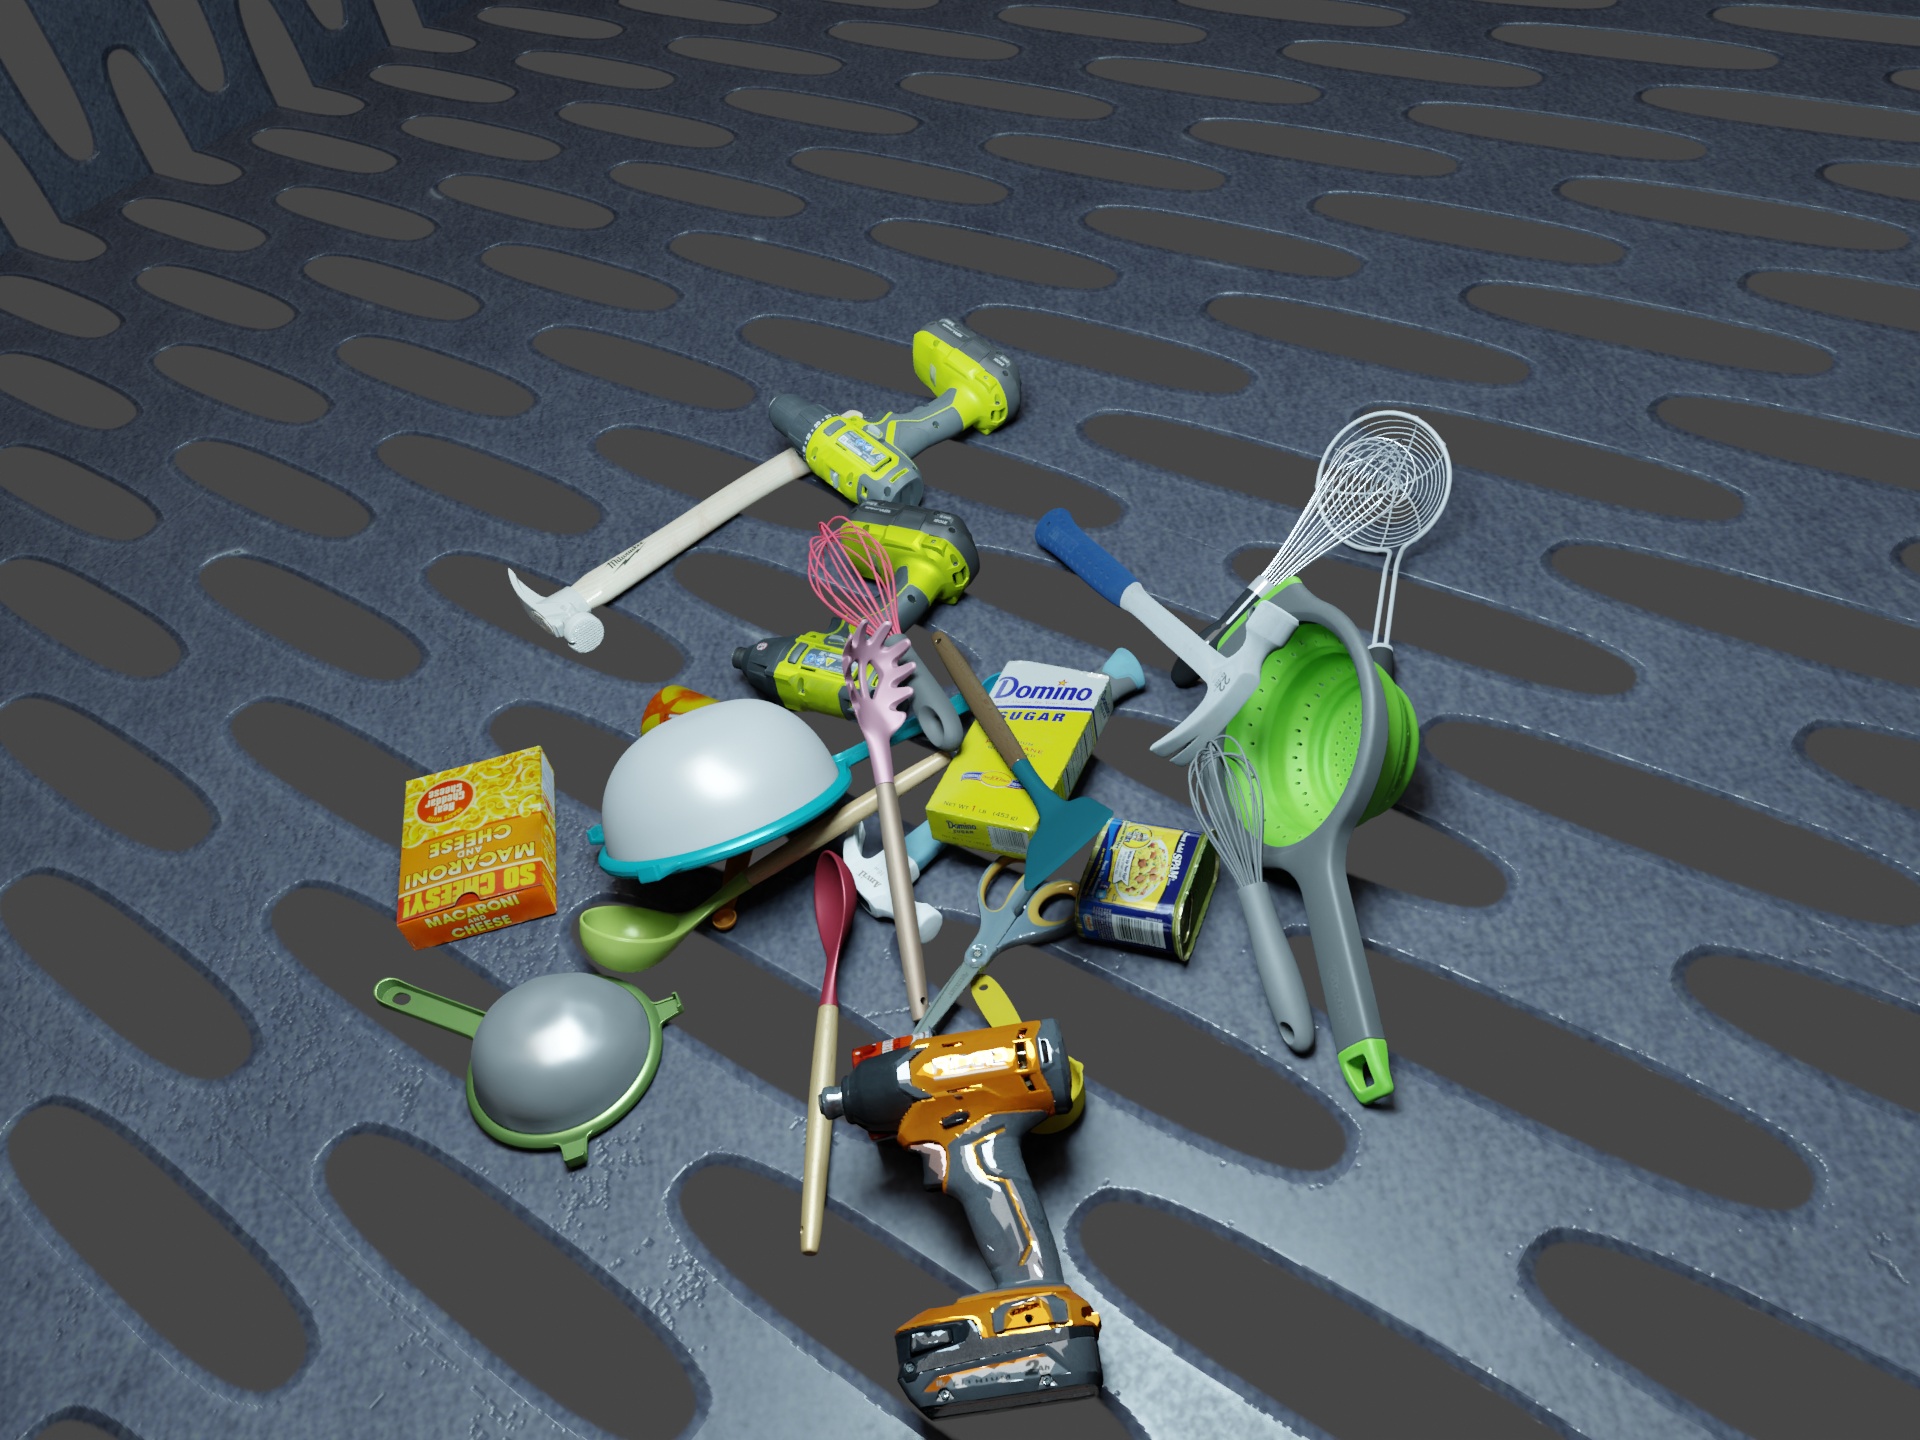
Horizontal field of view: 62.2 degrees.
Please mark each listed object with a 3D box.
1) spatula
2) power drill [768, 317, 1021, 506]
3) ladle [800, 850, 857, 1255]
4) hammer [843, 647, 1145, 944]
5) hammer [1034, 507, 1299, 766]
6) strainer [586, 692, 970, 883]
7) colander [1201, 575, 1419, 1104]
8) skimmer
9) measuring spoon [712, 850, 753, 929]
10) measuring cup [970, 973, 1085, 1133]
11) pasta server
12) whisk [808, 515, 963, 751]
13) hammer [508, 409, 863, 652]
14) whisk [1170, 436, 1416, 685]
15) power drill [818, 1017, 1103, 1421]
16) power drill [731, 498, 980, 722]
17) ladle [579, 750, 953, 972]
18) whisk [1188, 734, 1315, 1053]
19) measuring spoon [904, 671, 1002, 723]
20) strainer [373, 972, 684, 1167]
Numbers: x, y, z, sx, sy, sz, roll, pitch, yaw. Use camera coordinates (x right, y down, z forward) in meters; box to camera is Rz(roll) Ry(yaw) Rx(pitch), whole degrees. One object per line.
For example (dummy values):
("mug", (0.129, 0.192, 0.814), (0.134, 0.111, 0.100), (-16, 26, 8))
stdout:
("spatula", (0.032, 0.014, 1.221), (0.082, 0.044, 0.318), (-43, 41, 9))
("power drill", (-0.067, -0.321, 1.652), (0.191, 0.080, 0.228), (39, 63, 22))
("ladle", (-0.098, 0.230, 1.147), (0.031, 0.069, 0.316), (13, 48, -13))
("hammer", (0.037, 0.045, 1.310), (0.128, 0.033, 0.331), (31, 59, 35))
("hammer", (0.145, -0.098, 1.354), (0.144, 0.035, 0.406), (-57, 28, 11))
("strainer", (-0.145, 0.015, 1.284), (0.340, 0.095, 0.211), (-25, 15, -21))
("colander", (0.286, 0.086, 1.167), (0.094, 0.204, 0.397), (10, 56, -26))
("skimmer", (0.352, -0.121, 1.364), (0.127, 0.090, 0.364), (-14, 40, 34))
("measuring spoon", (-0.182, 0.127, 1.297), (0.021, 0.011, 0.117), (-5, 41, 10))
("measuring cup", (0.041, 0.234, 1.130), (0.062, 0.029, 0.157), (-22, 33, -10))
("pasta server", (-0.050, 0.072, 1.215), (0.060, 0.040, 0.316), (4, 64, -31))
("whisk", (-0.062, -0.075, 1.334), (0.073, 0.073, 0.296), (-23, 48, -10))
("hammer", (-0.267, -0.214, 1.641), (0.410, 0.038, 0.146), (-37, 47, -23))
("whisk", (0.281, -0.136, 1.364), (0.284, 0.070, 0.070), (-47, 49, 0))
("power drill", (-0.001, 0.304, 0.985), (0.164, 0.084, 0.227), (-9, 59, 2))
("power drill", (-0.093, -0.099, 1.457), (0.171, 0.080, 0.223), (14, 53, 25))
("ladle", (-0.150, 0.100, 1.245), (0.320, 0.062, 0.078), (-31, 18, -5))
("whisk", (0.212, 0.120, 1.137), (0.055, 0.055, 0.239), (-13, 67, -1))
("measuring spoon", (-0.002, -0.004, 1.386), (0.128, 0.021, 0.042), (-22, 45, 3))
("strainer", (-0.348, 0.222, 1.192), (0.256, 0.069, 0.151), (13, 50, 23))
